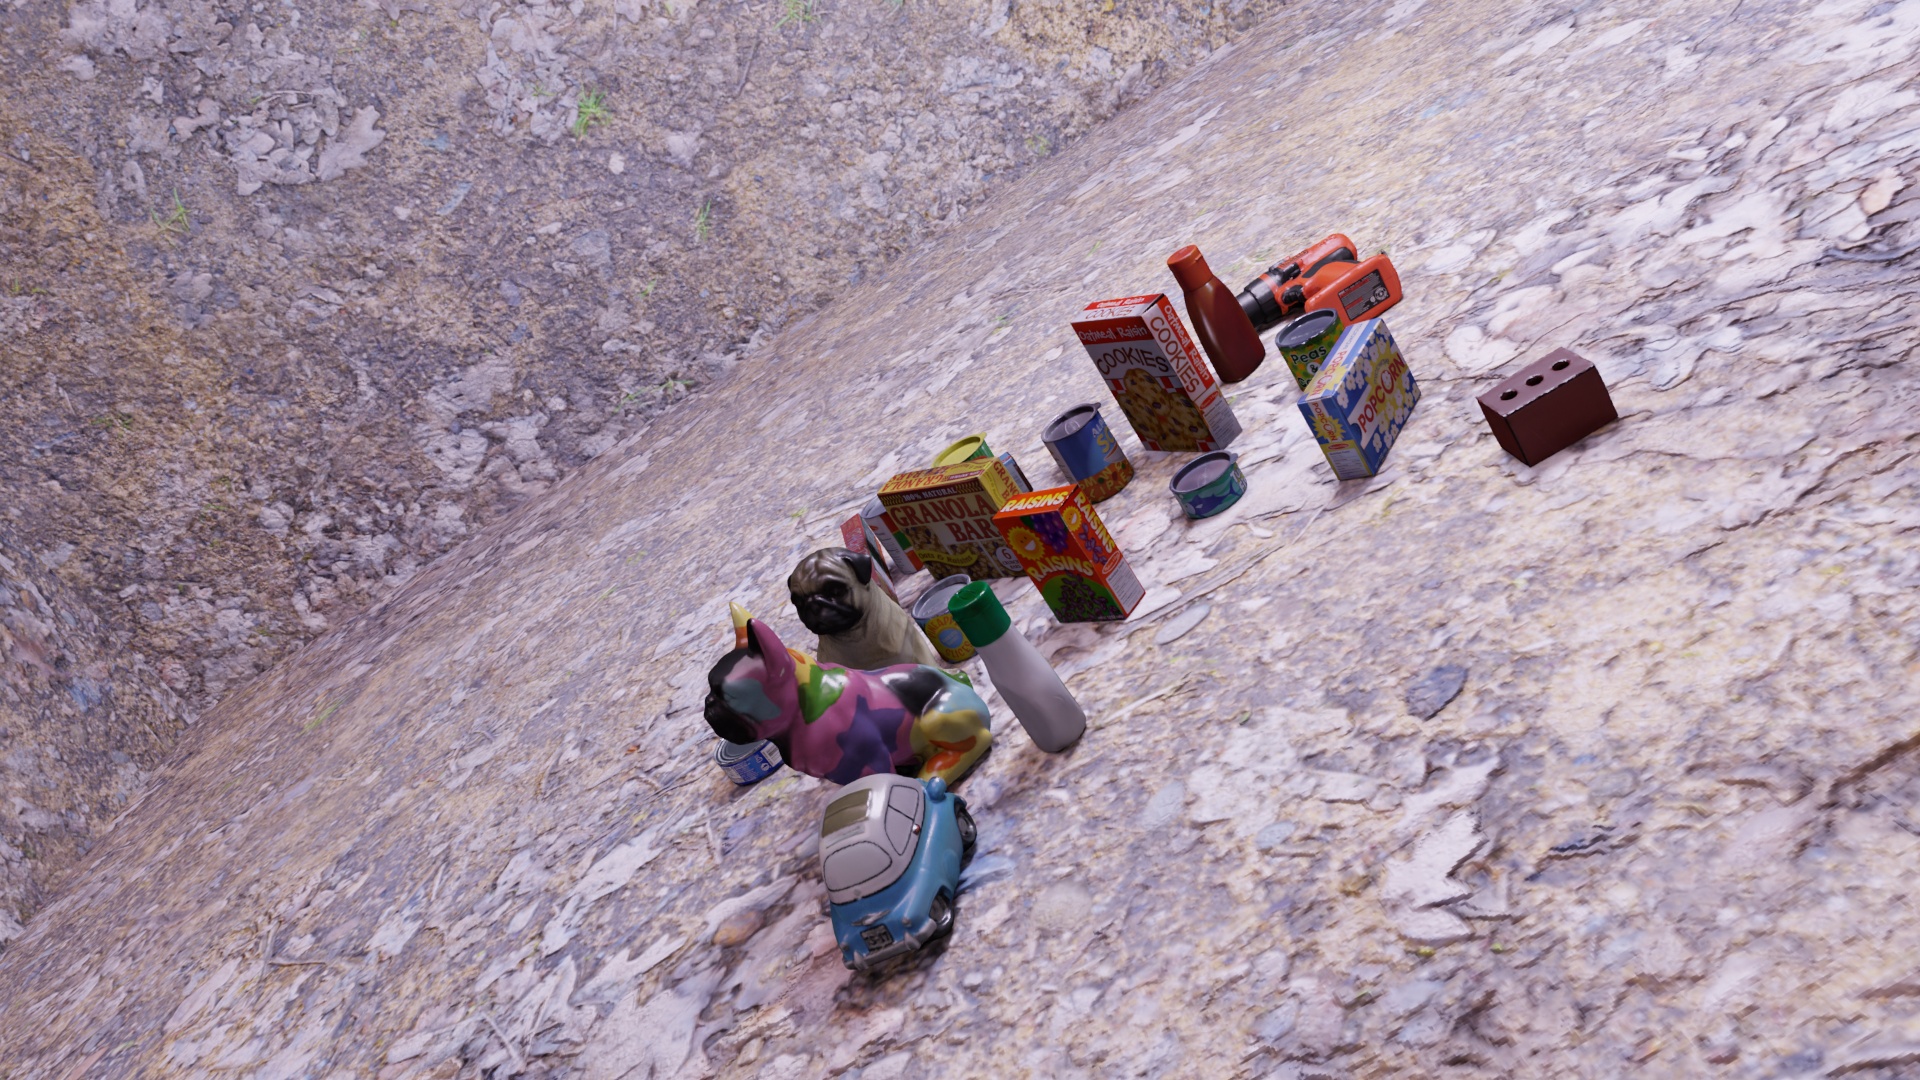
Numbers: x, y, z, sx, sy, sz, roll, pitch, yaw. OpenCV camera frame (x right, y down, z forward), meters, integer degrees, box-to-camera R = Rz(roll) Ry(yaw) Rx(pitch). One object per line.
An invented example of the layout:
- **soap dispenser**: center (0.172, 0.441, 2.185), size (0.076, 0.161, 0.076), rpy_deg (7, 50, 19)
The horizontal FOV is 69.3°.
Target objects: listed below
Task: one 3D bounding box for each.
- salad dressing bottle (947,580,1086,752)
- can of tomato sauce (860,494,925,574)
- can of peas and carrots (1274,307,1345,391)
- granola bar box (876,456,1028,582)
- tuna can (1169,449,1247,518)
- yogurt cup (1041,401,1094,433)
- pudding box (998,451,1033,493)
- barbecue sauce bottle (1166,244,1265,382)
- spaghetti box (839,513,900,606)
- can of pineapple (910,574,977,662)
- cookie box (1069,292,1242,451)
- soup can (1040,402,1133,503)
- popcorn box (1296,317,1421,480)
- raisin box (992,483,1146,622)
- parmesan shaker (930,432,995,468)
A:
- **salad dressing bottle**: center (0.043, 0.098, 1.083), size (0.044, 0.147, 0.064), rpy_deg (-42, 22, -19)
- **can of tomato sauce**: center (-0.060, -0.015, 1.560), size (0.071, 0.083, 0.071), rpy_deg (-29, 22, 13)
- **can of peas and carrots**: center (0.352, -0.186, 1.366), size (0.071, 0.058, 0.071), rpy_deg (-29, 22, 13)
- **granola bar box**: center (0.005, -0.018, 1.417), size (0.165, 0.124, 0.039), rpy_deg (-7, 34, 49)
- **tuna can**: center (0.233, -0.053, 1.291), size (0.071, 0.032, 0.071), rpy_deg (-29, 22, 13)
- **yogurt cup**: center (0.132, -0.114, 1.536), size (0.072, 0.054, 0.073), rpy_deg (-29, 22, 13)
- **pudding box**: center (0.033, -0.056, 1.559), size (0.084, 0.049, 0.030), rpy_deg (-35, 21, -2)
- **barbecue sauce bottle**: center (0.271, -0.245, 1.485), size (0.043, 0.148, 0.065), rpy_deg (-6, 34, 51)
- **spaghetti box**: center (-0.102, 0.032, 1.566), size (0.028, 0.050, 0.251), rpy_deg (-33, 21, 3)
- **can of pineapple**: center (-0.005, 0.076, 1.324), size (0.071, 0.057, 0.071), rpy_deg (-29, 22, 13)
- **cookie box**: center (0.196, -0.167, 1.400), size (0.040, 0.167, 0.123), rpy_deg (-42, 23, -20)
- **soup can**: center (0.135, -0.091, 1.442), size (0.071, 0.083, 0.071), rpy_deg (-29, 22, 13)
- **popcorn box**: center (0.347, -0.124, 1.205), size (0.038, 0.085, 0.127), rpy_deg (-11, 31, 46)
- **raisin box**: center (0.096, 0.013, 1.222), size (0.086, 0.123, 0.040), rpy_deg (-7, 34, 49)
- **parmesan shaker**: center (0.025, -0.056, 1.498), size (0.071, 0.103, 0.071), rpy_deg (-29, 22, 13)
